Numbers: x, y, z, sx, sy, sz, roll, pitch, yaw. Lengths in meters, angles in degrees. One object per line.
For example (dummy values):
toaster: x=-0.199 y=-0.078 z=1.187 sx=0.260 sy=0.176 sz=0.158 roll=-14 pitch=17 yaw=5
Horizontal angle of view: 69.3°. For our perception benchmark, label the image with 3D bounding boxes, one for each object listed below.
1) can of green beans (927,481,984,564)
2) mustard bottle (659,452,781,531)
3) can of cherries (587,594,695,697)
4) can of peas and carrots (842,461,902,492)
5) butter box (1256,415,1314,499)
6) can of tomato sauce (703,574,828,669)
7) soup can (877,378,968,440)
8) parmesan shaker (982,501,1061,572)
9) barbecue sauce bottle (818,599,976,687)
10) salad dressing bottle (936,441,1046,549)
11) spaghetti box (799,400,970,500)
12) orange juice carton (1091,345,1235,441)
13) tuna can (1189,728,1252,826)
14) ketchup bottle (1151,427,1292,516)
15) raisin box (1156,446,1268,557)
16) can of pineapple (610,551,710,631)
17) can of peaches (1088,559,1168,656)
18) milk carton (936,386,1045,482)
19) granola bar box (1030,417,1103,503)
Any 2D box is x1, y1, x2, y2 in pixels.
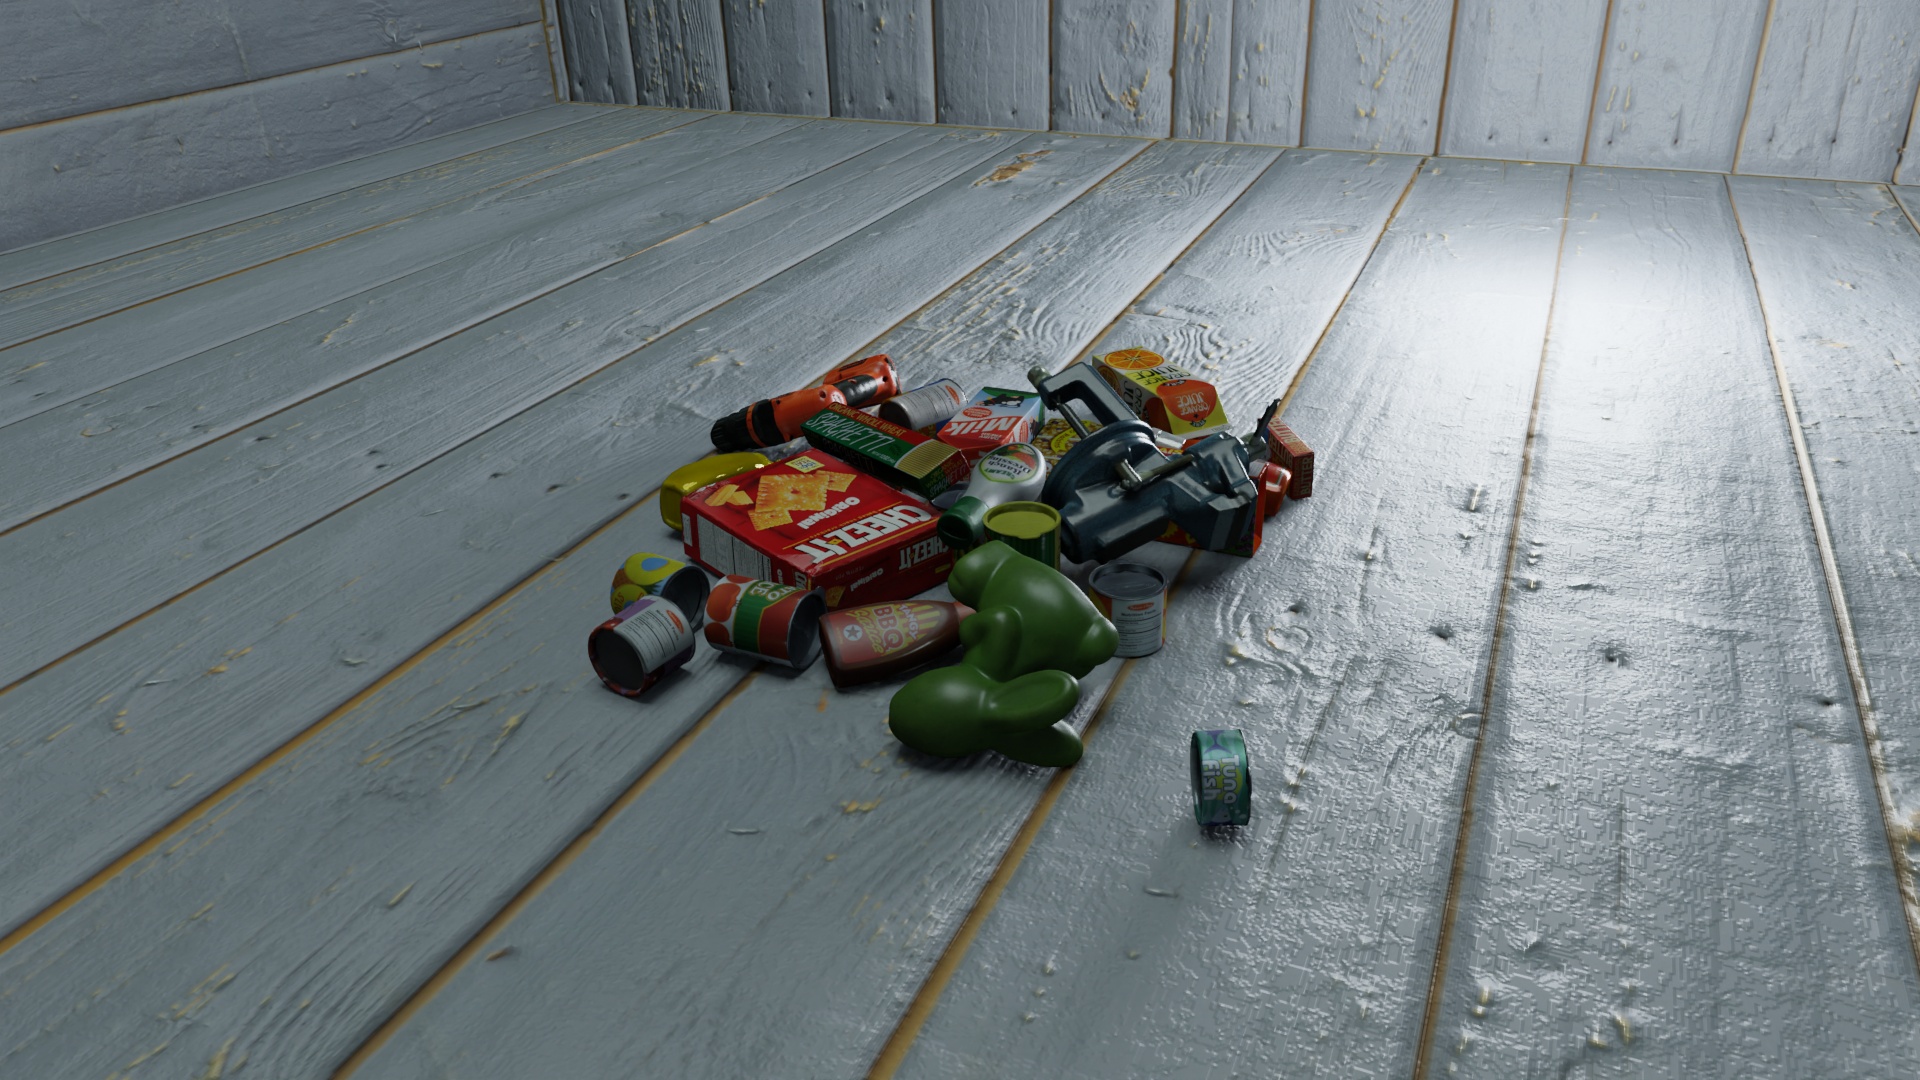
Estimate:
can of green beans: x=0.002 y=-0.017 z=1.325 sx=0.071 sy=0.057 sz=0.071 roll=-1 pitch=27 yaw=1
mustard bottle: x=-0.237 y=-0.057 z=1.416 sx=0.049 sy=0.065 sz=0.161 roll=20 pitch=28 yaw=27
can of cherries: x=-0.261 y=0.087 z=1.132 sx=0.071 sy=0.071 sz=0.059 roll=14 pitch=32 yaw=28
can of peas and carrots: x=-0.087 y=-0.074 z=1.434 sx=0.071 sy=0.070 sz=0.059 roll=-1 pitch=28 yaw=2
butter box: x=0.338 y=-0.087 z=1.452 sx=0.024 sy=0.053 sz=0.104 roll=-8 pitch=28 yaw=-8
can of tomato sauce: x=-0.162 y=0.065 z=1.161 sx=0.083 sy=0.071 sz=0.071 roll=10 pitch=29 yaw=22
soup can: x=-0.042 y=-0.138 z=1.559 sx=0.084 sy=0.071 sz=0.071 roll=-24 pitch=35 yaw=-35
parmesan shaker: x=0.053 y=0.028 z=1.188 sx=0.071 sy=0.102 sz=0.071 roll=-1 pitch=26 yaw=1
barbecue sauce bottle: x=-0.039 y=0.077 z=1.149 sx=0.149 sy=0.043 sz=0.065 roll=-12 pitch=53 yaw=-14
salad dressing bottle: x=0.028 y=-0.040 z=1.264 sx=0.064 sy=0.043 sz=0.148 roll=21 pitch=36 yaw=19
spaghetti box: x=-0.080 y=-0.091 z=1.351 sx=0.050 sy=0.028 sz=0.250 roll=-37 pitch=32 yaw=-19
orange juice carton: x=0.224 y=-0.153 z=1.563 sx=0.072 sy=0.072 sz=0.193 roll=-13 pitch=30 yaw=-22
tuna can: x=0.178 y=0.163 z=0.955 sx=0.033 sy=0.070 sz=0.071 roll=-2 pitch=27 yaw=2
ketchup bottle: x=0.256 y=-0.072 z=1.402 sx=0.149 sy=0.043 sz=0.065 roll=21 pitch=33 yaw=13
raisin box: x=0.227 y=-0.039 z=1.328 sx=0.123 sy=0.085 sz=0.040 roll=11 pitch=31 yaw=22
can of pineapple: x=-0.261 y=0.048 z=1.203 sx=0.058 sy=0.070 sz=0.071 roll=14 pitch=31 yaw=29
can of peaches: x=0.141 y=0.057 z=1.176 sx=0.071 sy=0.057 sz=0.071 roll=-2 pitch=27 yaw=1
milk carton: x=0.027 y=-0.095 z=1.461 sx=0.073 sy=0.072 sz=0.191 roll=9 pitch=29 yaw=18
granola bar box: x=0.131 y=-0.077 z=1.457 sx=0.124 sy=0.039 sz=0.166 roll=8 pitch=29 yaw=17
